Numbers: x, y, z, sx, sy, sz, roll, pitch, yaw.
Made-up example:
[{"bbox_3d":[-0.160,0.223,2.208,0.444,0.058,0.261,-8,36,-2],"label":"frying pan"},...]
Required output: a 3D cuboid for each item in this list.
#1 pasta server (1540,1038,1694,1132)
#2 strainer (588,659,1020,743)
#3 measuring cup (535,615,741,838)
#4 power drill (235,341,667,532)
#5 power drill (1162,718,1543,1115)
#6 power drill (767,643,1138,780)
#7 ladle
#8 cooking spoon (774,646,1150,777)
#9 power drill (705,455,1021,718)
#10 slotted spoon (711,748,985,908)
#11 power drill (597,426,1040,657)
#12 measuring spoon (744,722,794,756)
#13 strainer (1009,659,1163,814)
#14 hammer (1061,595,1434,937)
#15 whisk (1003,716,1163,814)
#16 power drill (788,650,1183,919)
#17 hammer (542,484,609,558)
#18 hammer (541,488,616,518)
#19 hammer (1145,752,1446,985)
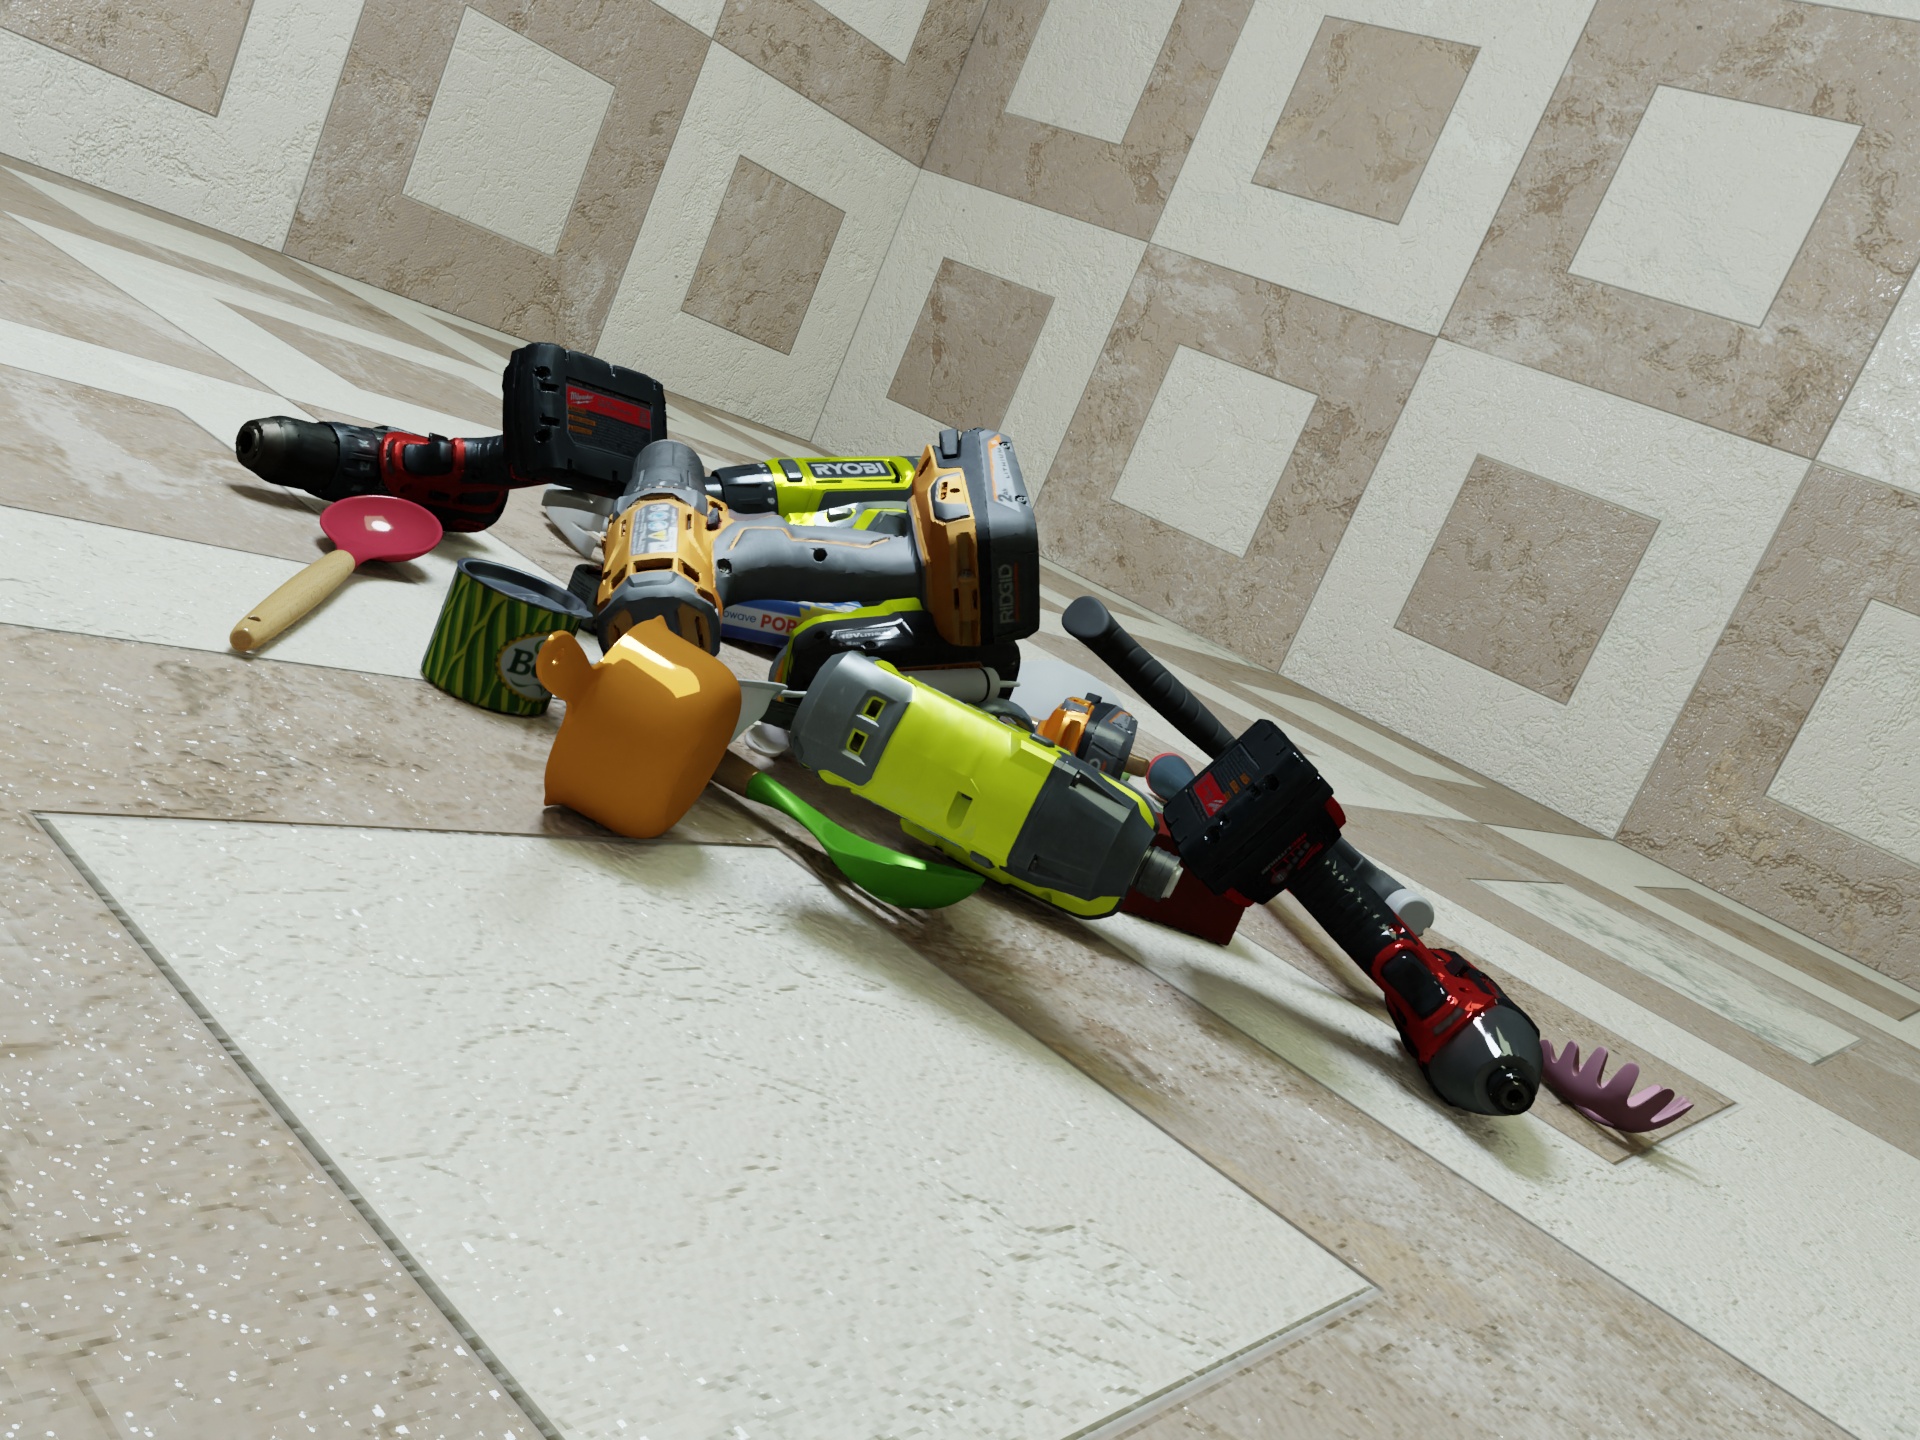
[{"bbox_3d":[0.323,0.170,1.000,0.060,0.040,0.316,32,4,-29],"label":"pasta server"},{"bbox_3d":[-0.072,-0.012,0.804,0.258,0.050,0.087,-4,1,-36],"label":"strainer"},{"bbox_3d":[-0.130,0.000,0.639,0.052,0.095,0.173,29,-10,3],"label":"measuring cup"},{"bbox_3d":[-0.319,-0.172,1.006,0.227,0.080,0.187,-6,-7,32],"label":"power drill"},{"bbox_3d":[0.208,0.109,0.812,0.219,0.078,0.143,46,8,-7],"label":"power drill"},{"bbox_3d":[-0.002,-0.003,1.047,0.226,0.084,0.164,20,10,5],"label":"power drill"},{"bbox_3d":[-0.333,-0.079,0.844,0.069,0.031,0.316,12,14,-11],"label":"ladle"},{"bbox_3d":[-0.009,-0.016,1.194,0.319,0.017,0.068,20,9,15],"label":"cooking spoon"},{"bbox_3d":[-0.078,-0.083,0.956,0.190,0.080,0.229,-5,42,-23],"label":"power drill"},{"bbox_3d":[-0.120,0.023,0.801,0.314,0.031,0.070,27,6,29],"label":"slotted spoon"},{"bbox_3d":[-0.081,-0.103,0.862,0.226,0.084,0.186,-6,38,-4],"label":"power drill"},{"bbox_3d":[-0.105,0.014,0.870,0.034,0.018,0.124,37,5,0],"label":"measuring spoon"},{"bbox_3d":[0.102,0.008,1.235,0.151,0.069,0.257,17,11,-33],"label":"strainer"},{"bbox_3d":[0.199,0.029,1.152,0.334,0.035,0.146,42,2,-14],"label":"hammer"},{"bbox_3d":[0.050,0.014,1.134,0.239,0.055,0.055,34,12,10],"label":"whisk"},{"bbox_3d":[0.026,0.041,0.750,0.171,0.080,0.223,27,-2,11],"label":"power drill"},{"bbox_3d":[-0.157,-0.113,1.368,0.405,0.035,0.144,19,11,-24],"label":"hammer"},{"bbox_3d":[-0.223,-0.122,1.094,0.130,0.031,0.331,20,11,-18],"label":"hammer"},{"bbox_3d":[0.194,0.075,1.097,0.143,0.038,0.386,44,1,-18],"label":"hammer"}]
